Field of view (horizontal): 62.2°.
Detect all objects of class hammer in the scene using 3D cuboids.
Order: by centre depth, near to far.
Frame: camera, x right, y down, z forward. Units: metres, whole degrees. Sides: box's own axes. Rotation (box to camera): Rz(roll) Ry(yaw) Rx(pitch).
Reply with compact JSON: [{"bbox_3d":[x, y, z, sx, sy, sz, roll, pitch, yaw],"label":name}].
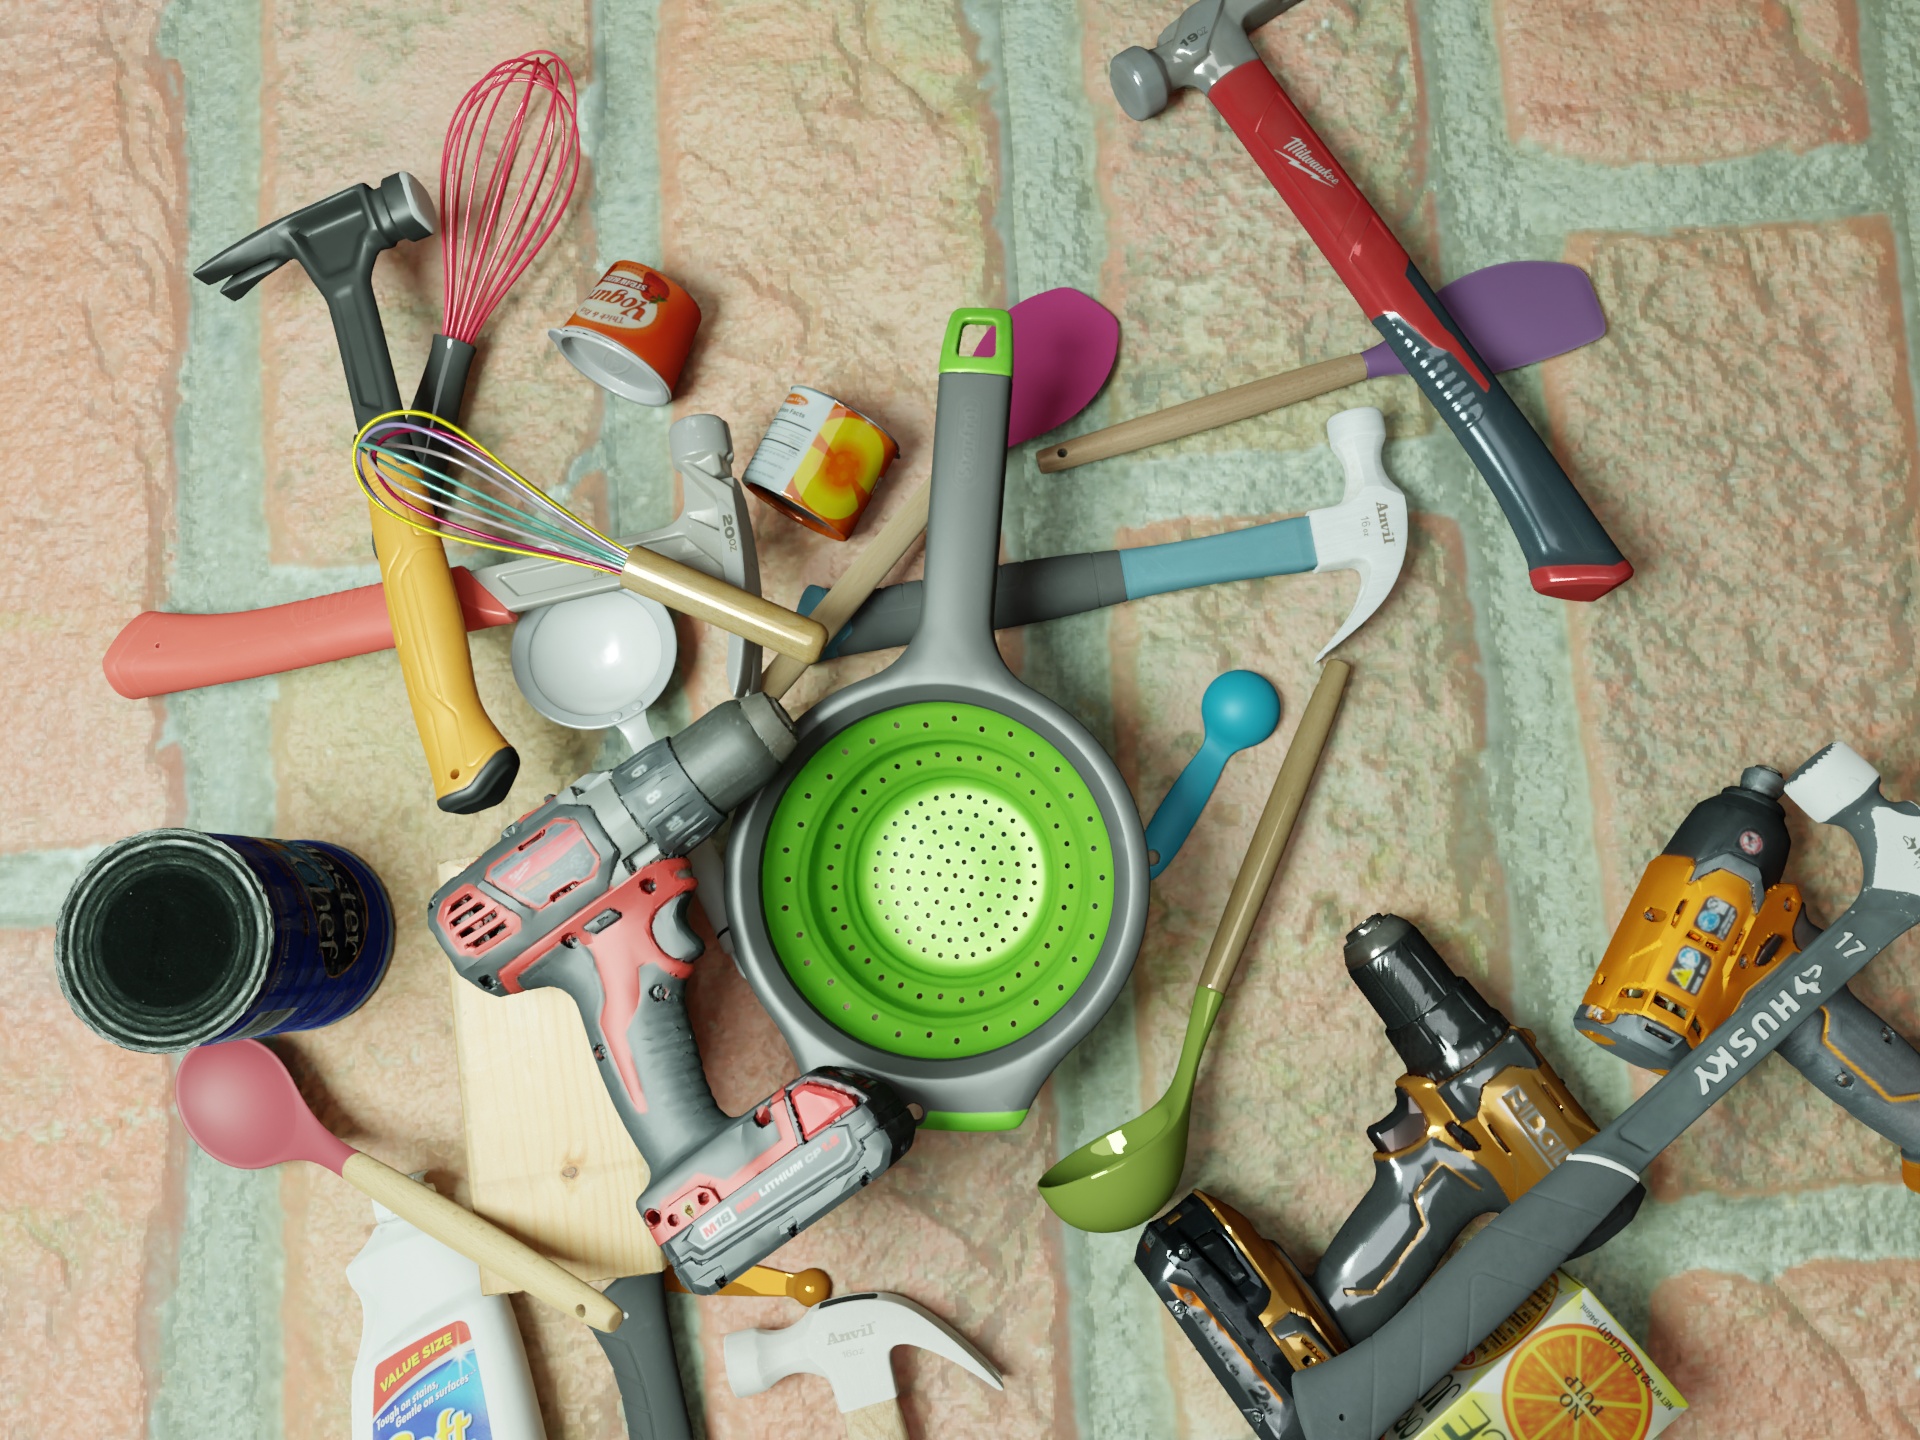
[{"bbox_3d":[0.310,0.194,0.721,0.409,0.036,0.149,-41,75,-5],"label":"hammer"},{"bbox_3d":[-0.013,0.449,0.783,0.130,0.031,0.331,-15,84,-3],"label":"hammer"},{"bbox_3d":[-0.126,0.437,0.787,0.146,0.035,0.335,-13,84,1],"label":"hammer"},{"bbox_3d":[-0.291,-0.110,0.802,0.127,0.034,0.337,-21,76,7],"label":"hammer"},{"bbox_3d":[-0.277,-0.050,0.824,0.359,0.036,0.149,-11,78,11],"label":"hammer"},{"bbox_3d":[0.240,-0.234,0.839,0.143,0.038,0.386,-31,78,-5],"label":"hammer"},{"bbox_3d":[0.072,-0.076,0.845,0.331,0.033,0.128,-10,82,2],"label":"hammer"}]

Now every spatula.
[{"bbox_3d":[0.192,-0.186,0.860,0.316,0.018,0.060,-18,80,-1],"label":"spatula"}]

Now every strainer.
[{"bbox_3d":[-0.160,0.021,0.821,0.087,0.050,0.259,-27,71,-7],"label":"strainer"}]

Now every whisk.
[{"bbox_3d":[-0.176,-0.086,0.753,0.245,0.051,0.047,23,70,1],"label":"whisk"},{"bbox_3d":[-0.270,-0.225,0.868,0.073,0.073,0.296,17,90,4],"label":"whisk"}]

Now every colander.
[{"bbox_3d":[-0.001,-0.003,0.801,0.204,0.094,0.397,4,86,7],"label":"colander"}]

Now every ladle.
[{"bbox_3d":[-0.276,0.223,0.765,0.315,0.031,0.069,15,96,32],"label":"ladle"},{"bbox_3d":[0.126,0.108,0.810,0.062,0.078,0.320,25,79,-3],"label":"ladle"}]

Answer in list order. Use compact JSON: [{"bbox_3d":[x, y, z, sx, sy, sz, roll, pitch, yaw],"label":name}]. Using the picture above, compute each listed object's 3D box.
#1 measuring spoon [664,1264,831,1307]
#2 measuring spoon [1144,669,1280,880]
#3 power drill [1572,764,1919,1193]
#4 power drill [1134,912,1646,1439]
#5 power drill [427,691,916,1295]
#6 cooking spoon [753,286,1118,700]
[{"bbox_3d":[-0.125,0.288,0.820,0.117,0.011,0.021,6,83,3],"label":"measuring spoon"},{"bbox_3d":[0.126,0.029,0.834,0.042,0.021,0.128,31,84,6],"label":"measuring spoon"},{"bbox_3d":[0.440,0.133,0.781,0.226,0.084,0.164,27,83,9],"label":"power drill"},{"bbox_3d":[0.193,0.222,0.782,0.226,0.084,0.185,-35,82,-6],"label":"power drill"},{"bbox_3d":[-0.110,0.115,0.719,0.188,0.080,0.227,-36,80,0],"label":"power drill"},{"bbox_3d":[-0.023,-0.110,0.837,0.069,0.017,0.319,37,75,7],"label":"cooking spoon"}]
